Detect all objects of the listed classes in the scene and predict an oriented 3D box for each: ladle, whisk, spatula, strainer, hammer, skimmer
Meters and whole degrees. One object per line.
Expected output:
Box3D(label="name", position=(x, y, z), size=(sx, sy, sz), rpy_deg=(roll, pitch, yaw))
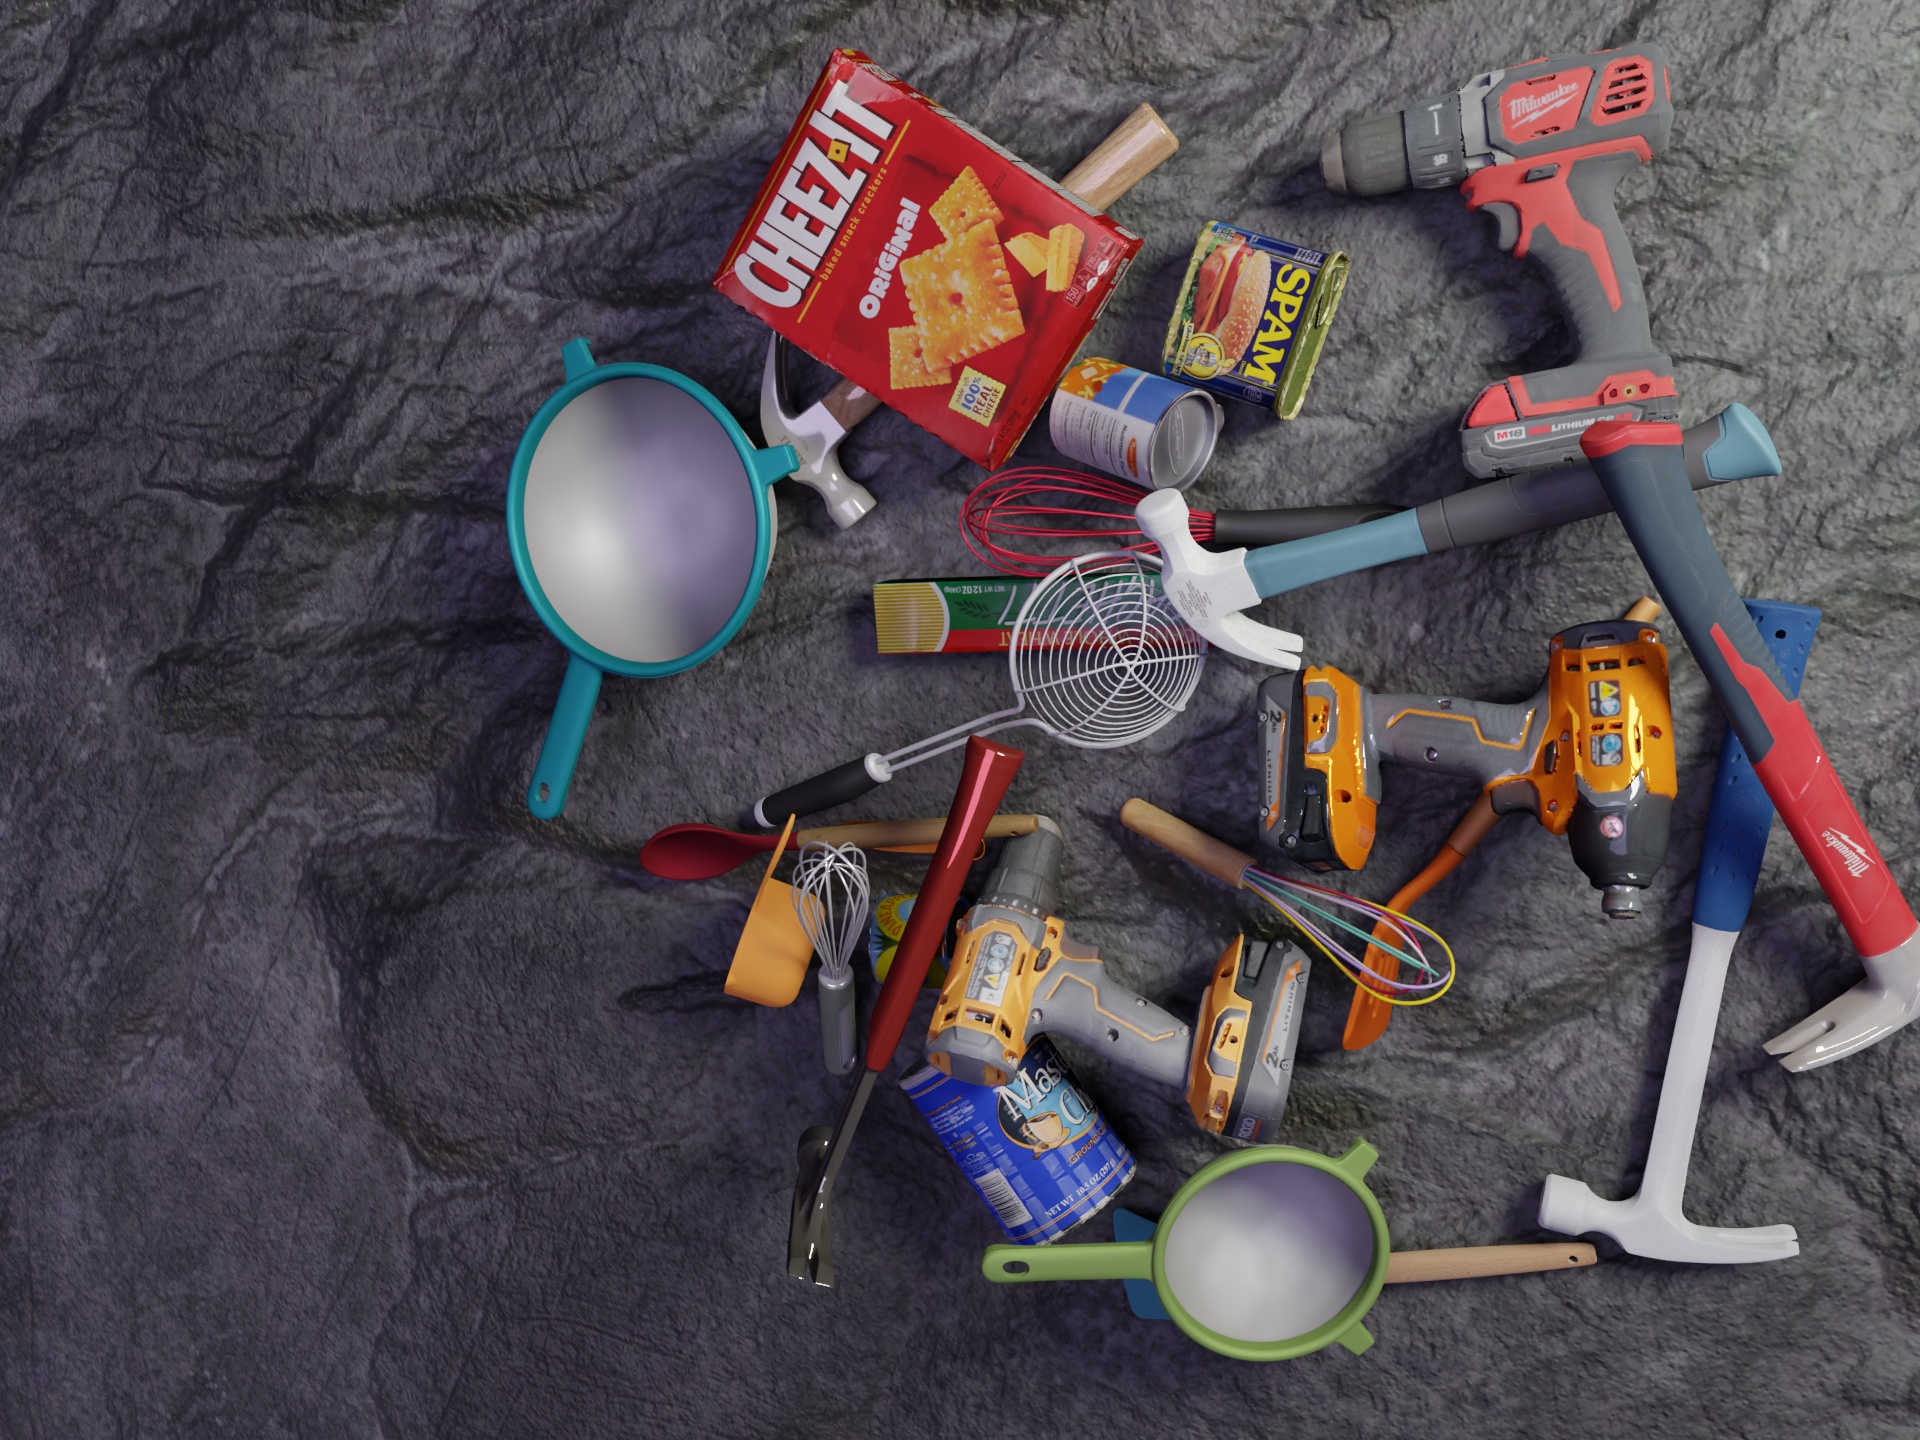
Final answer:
Box3D(label="ladle", position=(-0.090, 0.083, 1.117), size=(0.315, 0.069, 0.031), rpy_deg=(-6, 57, 26))
Box3D(label="whisk", position=(0.194, 0.107, 0.987), size=(0.245, 0.051, 0.047), rpy_deg=(28, 100, 38))
Box3D(label="whisk", position=(-0.085, 0.170, 1.094), size=(0.059, 0.058, 0.246), rpy_deg=(29, 140, 25))
Box3D(label="spatula", position=(0.324, 0.065, 0.968), size=(0.041, 0.081, 0.322), rpy_deg=(42, 107, 27))
Box3D(label="strainer", position=(-0.228, -0.084, 1.128), size=(0.211, 0.095, 0.340), rpy_deg=(29, 111, 17))
Box3D(label="hammer", position=(0.418, 0.013, 0.846), size=(0.143, 0.038, 0.386), rpy_deg=(-35, 105, 5))
Box3D(label="whisk", position=(0.142, -0.123, 1.000), size=(0.296, 0.073, 0.073), rpy_deg=(3, 101, 14))
Box3D(label="skimmer", position=(-0.002, -0.003, 1.069), size=(0.363, 0.090, 0.127), rpy_deg=(-22, 118, 39))
Box3D(label="spatula", position=(0.256, 0.361, 1.063), size=(0.317, 0.044, 0.082), rpy_deg=(-10, 95, 18))
Box3D(label="hammer", position=(0.000, -0.274, 1.031), size=(0.331, 0.031, 0.130), rpy_deg=(-38, 97, 20))
Box3D(label="hammer", position=(-0.039, 0.178, 1.020), size=(0.036, 0.149, 0.359), rpy_deg=(19, 106, -9))
Box3D(label="hammer", position=(0.271, -0.110, 0.885), size=(0.331, 0.033, 0.128), rpy_deg=(-14, 122, 27))
Box3D(label="hammer", position=(0.450, 0.132, 0.937), size=(0.144, 0.035, 0.405), rpy_deg=(10, 103, 19))
Box3D(label="strainer", position=(0.141, 0.331, 1.024), size=(0.256, 0.069, 0.151), rpy_deg=(-3, 105, 1))

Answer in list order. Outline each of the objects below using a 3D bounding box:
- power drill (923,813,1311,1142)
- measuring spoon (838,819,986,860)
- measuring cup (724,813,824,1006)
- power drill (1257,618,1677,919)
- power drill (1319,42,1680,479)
Box3D(label="power drill", position=(0.106, 0.162, 1.028), size=(0.226, 0.185, 0.084), rpy_deg=(12, 149, 10))
Box3D(label="measuring spoon", position=(-0.034, 0.083, 1.130), size=(0.117, 0.011, 0.021), rpy_deg=(5, 103, 24))
Box3D(label="measuring cup", position=(-0.118, 0.131, 1.110), size=(0.052, 0.095, 0.173), rpy_deg=(21, 131, -4))
Box3D(label="power drill", position=(0.292, 0.036, 0.921), size=(0.226, 0.084, 0.164), rpy_deg=(-7, 72, 30))
Box3D(label="power drill", position=(0.308, -0.253, 0.901), size=(0.188, 0.080, 0.226), rpy_deg=(-6, 95, 22))
